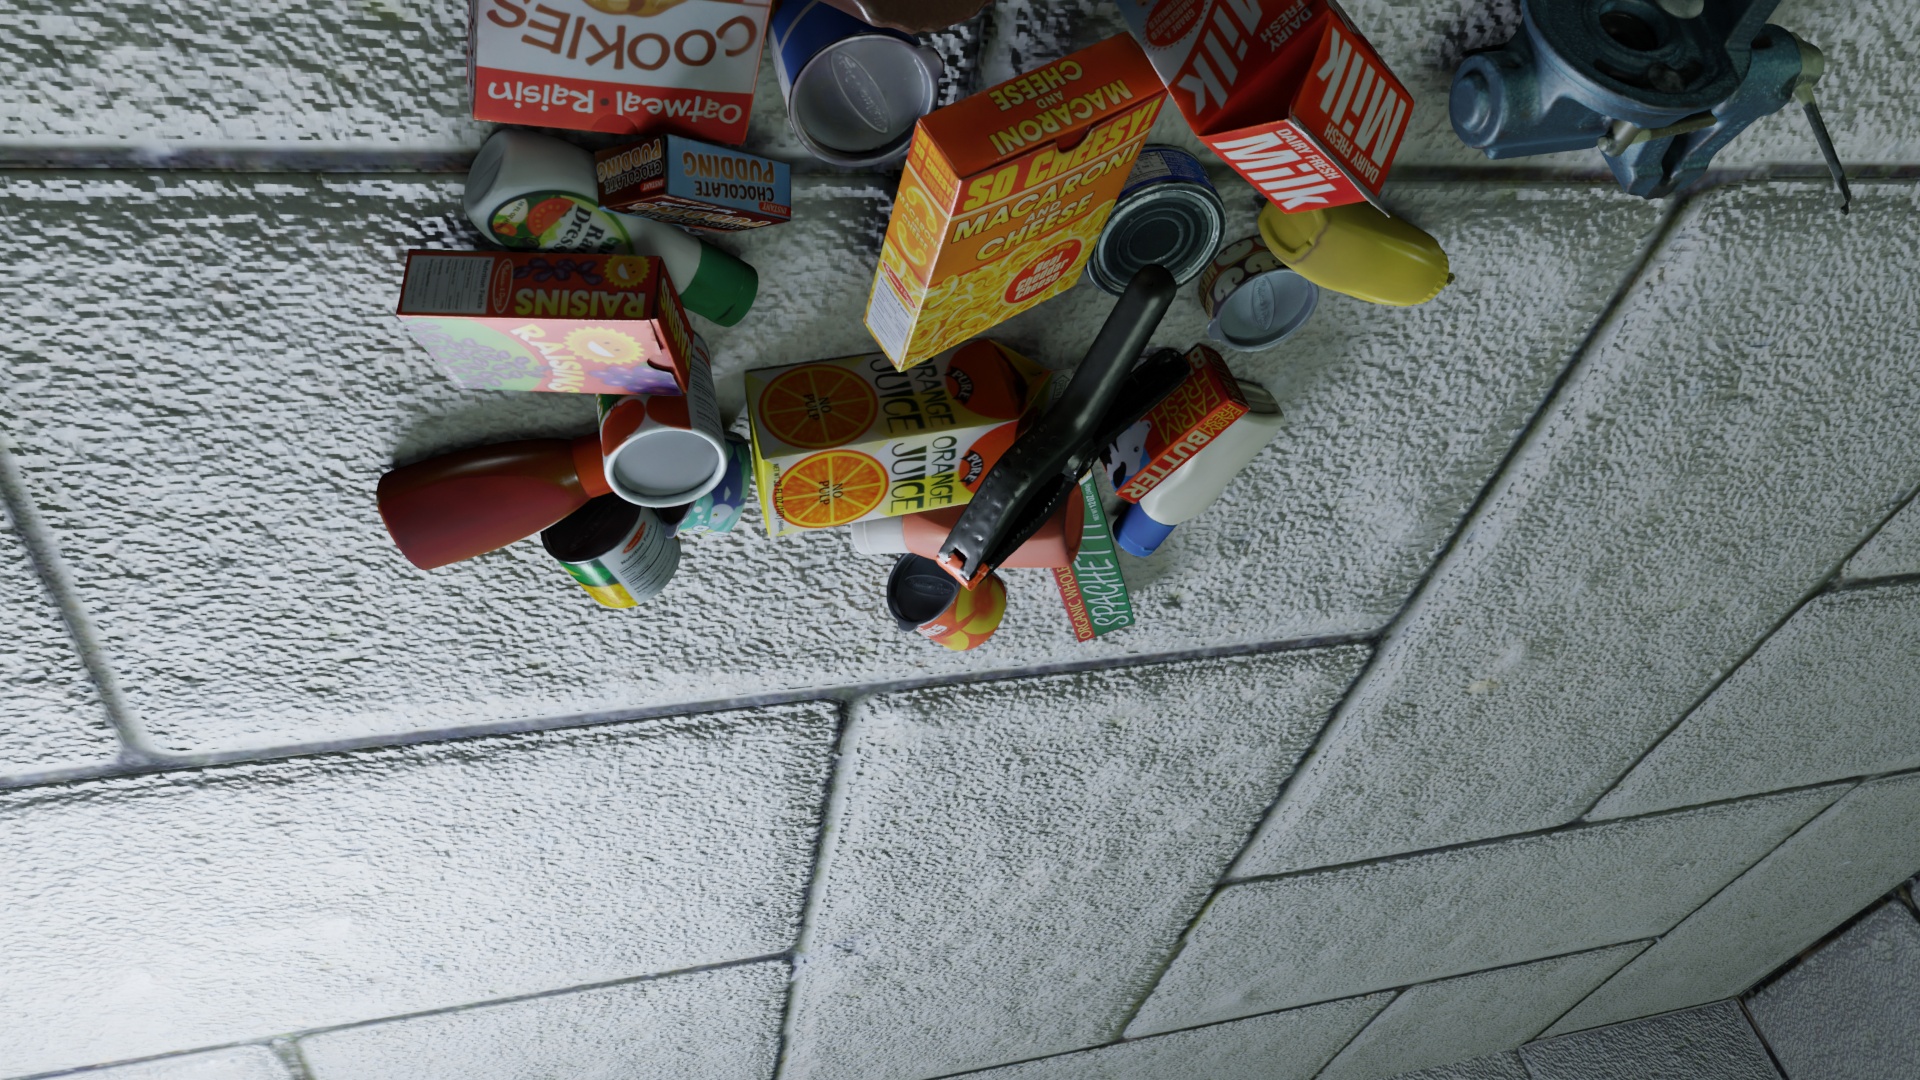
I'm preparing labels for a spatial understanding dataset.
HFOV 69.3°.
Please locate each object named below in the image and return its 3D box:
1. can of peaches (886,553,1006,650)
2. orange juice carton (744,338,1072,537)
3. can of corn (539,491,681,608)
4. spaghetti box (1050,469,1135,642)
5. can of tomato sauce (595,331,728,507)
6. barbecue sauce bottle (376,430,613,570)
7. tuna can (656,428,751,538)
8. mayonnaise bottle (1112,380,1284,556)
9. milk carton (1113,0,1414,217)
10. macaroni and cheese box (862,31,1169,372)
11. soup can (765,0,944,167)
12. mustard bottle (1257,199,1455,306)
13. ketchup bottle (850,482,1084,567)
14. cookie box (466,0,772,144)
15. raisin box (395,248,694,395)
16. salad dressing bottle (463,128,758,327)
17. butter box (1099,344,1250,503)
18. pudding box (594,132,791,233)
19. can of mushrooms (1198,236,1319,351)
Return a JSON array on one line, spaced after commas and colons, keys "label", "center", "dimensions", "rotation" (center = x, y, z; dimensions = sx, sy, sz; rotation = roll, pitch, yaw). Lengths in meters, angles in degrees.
[{"label": "can of peaches", "center": [-0.010, 0.041, 0.982], "dimensions": [0.071, 0.071, 0.058], "rotation": [-34, 141, 20]}, {"label": "orange juice carton", "center": [-0.028, -0.066, 0.837], "dimensions": [0.193, 0.073, 0.071], "rotation": [-10, 142, -11]}, {"label": "can of corn", "center": [-0.215, -0.001, 0.851], "dimensions": [0.071, 0.071, 0.058], "rotation": [-21, 143, 4]}, {"label": "spaghetti box", "center": [0.082, -0.004, 0.998], "dimensions": [0.050, 0.029, 0.249], "rotation": [-19, 143, 4]}, {"label": "can of tomato sauce", "center": [-0.168, -0.069, 0.766], "dimensions": [0.071, 0.083, 0.070], "rotation": [-11, 142, -9]}, {"label": "barbecue sauce bottle", "center": [-0.257, -0.031, 0.811], "dimensions": [0.149, 0.044, 0.064], "rotation": [-17, 133, -2]}, {"label": "tuna can", "center": [-0.154, -0.034, 0.828], "dimensions": [0.033, 0.071, 0.070], "rotation": [12, 134, -34]}, {"label": "mayonnaise bottle", "center": [0.158, -0.047, 0.964], "dimensions": [0.065, 0.041, 0.147], "rotation": [5, 139, -33]}, {"label": "milk carton", "center": [0.132, -0.216, 0.613], "dimensions": [0.072, 0.191, 0.073], "rotation": [24, 126, -41]}, {"label": "macaroni and cheese box", "center": [0.024, -0.163, 0.691], "dimensions": [0.124, 0.040, 0.165], "rotation": [-30, 167, -22]}, {"label": "soup can", "center": [-0.049, -0.221, 0.622], "dimensions": [0.071, 0.084, 0.071], "rotation": [-11, 143, -9]}, {"label": "mustard bottle", "center": [0.247, -0.170, 0.828], "dimensions": [0.160, 0.065, 0.048], "rotation": [10, 131, -37]}, {"label": "ketchup bottle", "center": [0.003, -0.011, 0.903], "dimensions": [0.149, 0.065, 0.043], "rotation": [-1, 134, 19]}, {"label": "cookie box", "center": [-0.140, -0.251, 0.583], "dimensions": [0.123, 0.040, 0.166], "rotation": [-1, 140, -22]}, {"label": "raisin box", "center": [-0.203, -0.107, 0.694], "dimensions": [0.123, 0.040, 0.086], "rotation": [1, 161, 0]}, {"label": "salad dressing bottle", "center": [-0.170, -0.151, 0.694], "dimensions": [0.147, 0.044, 0.064], "rotation": [22, 137, -40]}, {"label": "butter box", "center": [0.135, -0.076, 0.908], "dimensions": [0.024, 0.053, 0.103], "rotation": [21, 128, -42]}, {"label": "pudding box", "center": [-0.127, -0.169, 0.664], "dimensions": [0.049, 0.030, 0.084], "rotation": [0, -178, 36]}, {"label": "can of mushrooms", "center": [0.179, -0.150, 0.848], "dimensions": [0.071, 0.033, 0.070], "rotation": [-12, 143, -9]}]
